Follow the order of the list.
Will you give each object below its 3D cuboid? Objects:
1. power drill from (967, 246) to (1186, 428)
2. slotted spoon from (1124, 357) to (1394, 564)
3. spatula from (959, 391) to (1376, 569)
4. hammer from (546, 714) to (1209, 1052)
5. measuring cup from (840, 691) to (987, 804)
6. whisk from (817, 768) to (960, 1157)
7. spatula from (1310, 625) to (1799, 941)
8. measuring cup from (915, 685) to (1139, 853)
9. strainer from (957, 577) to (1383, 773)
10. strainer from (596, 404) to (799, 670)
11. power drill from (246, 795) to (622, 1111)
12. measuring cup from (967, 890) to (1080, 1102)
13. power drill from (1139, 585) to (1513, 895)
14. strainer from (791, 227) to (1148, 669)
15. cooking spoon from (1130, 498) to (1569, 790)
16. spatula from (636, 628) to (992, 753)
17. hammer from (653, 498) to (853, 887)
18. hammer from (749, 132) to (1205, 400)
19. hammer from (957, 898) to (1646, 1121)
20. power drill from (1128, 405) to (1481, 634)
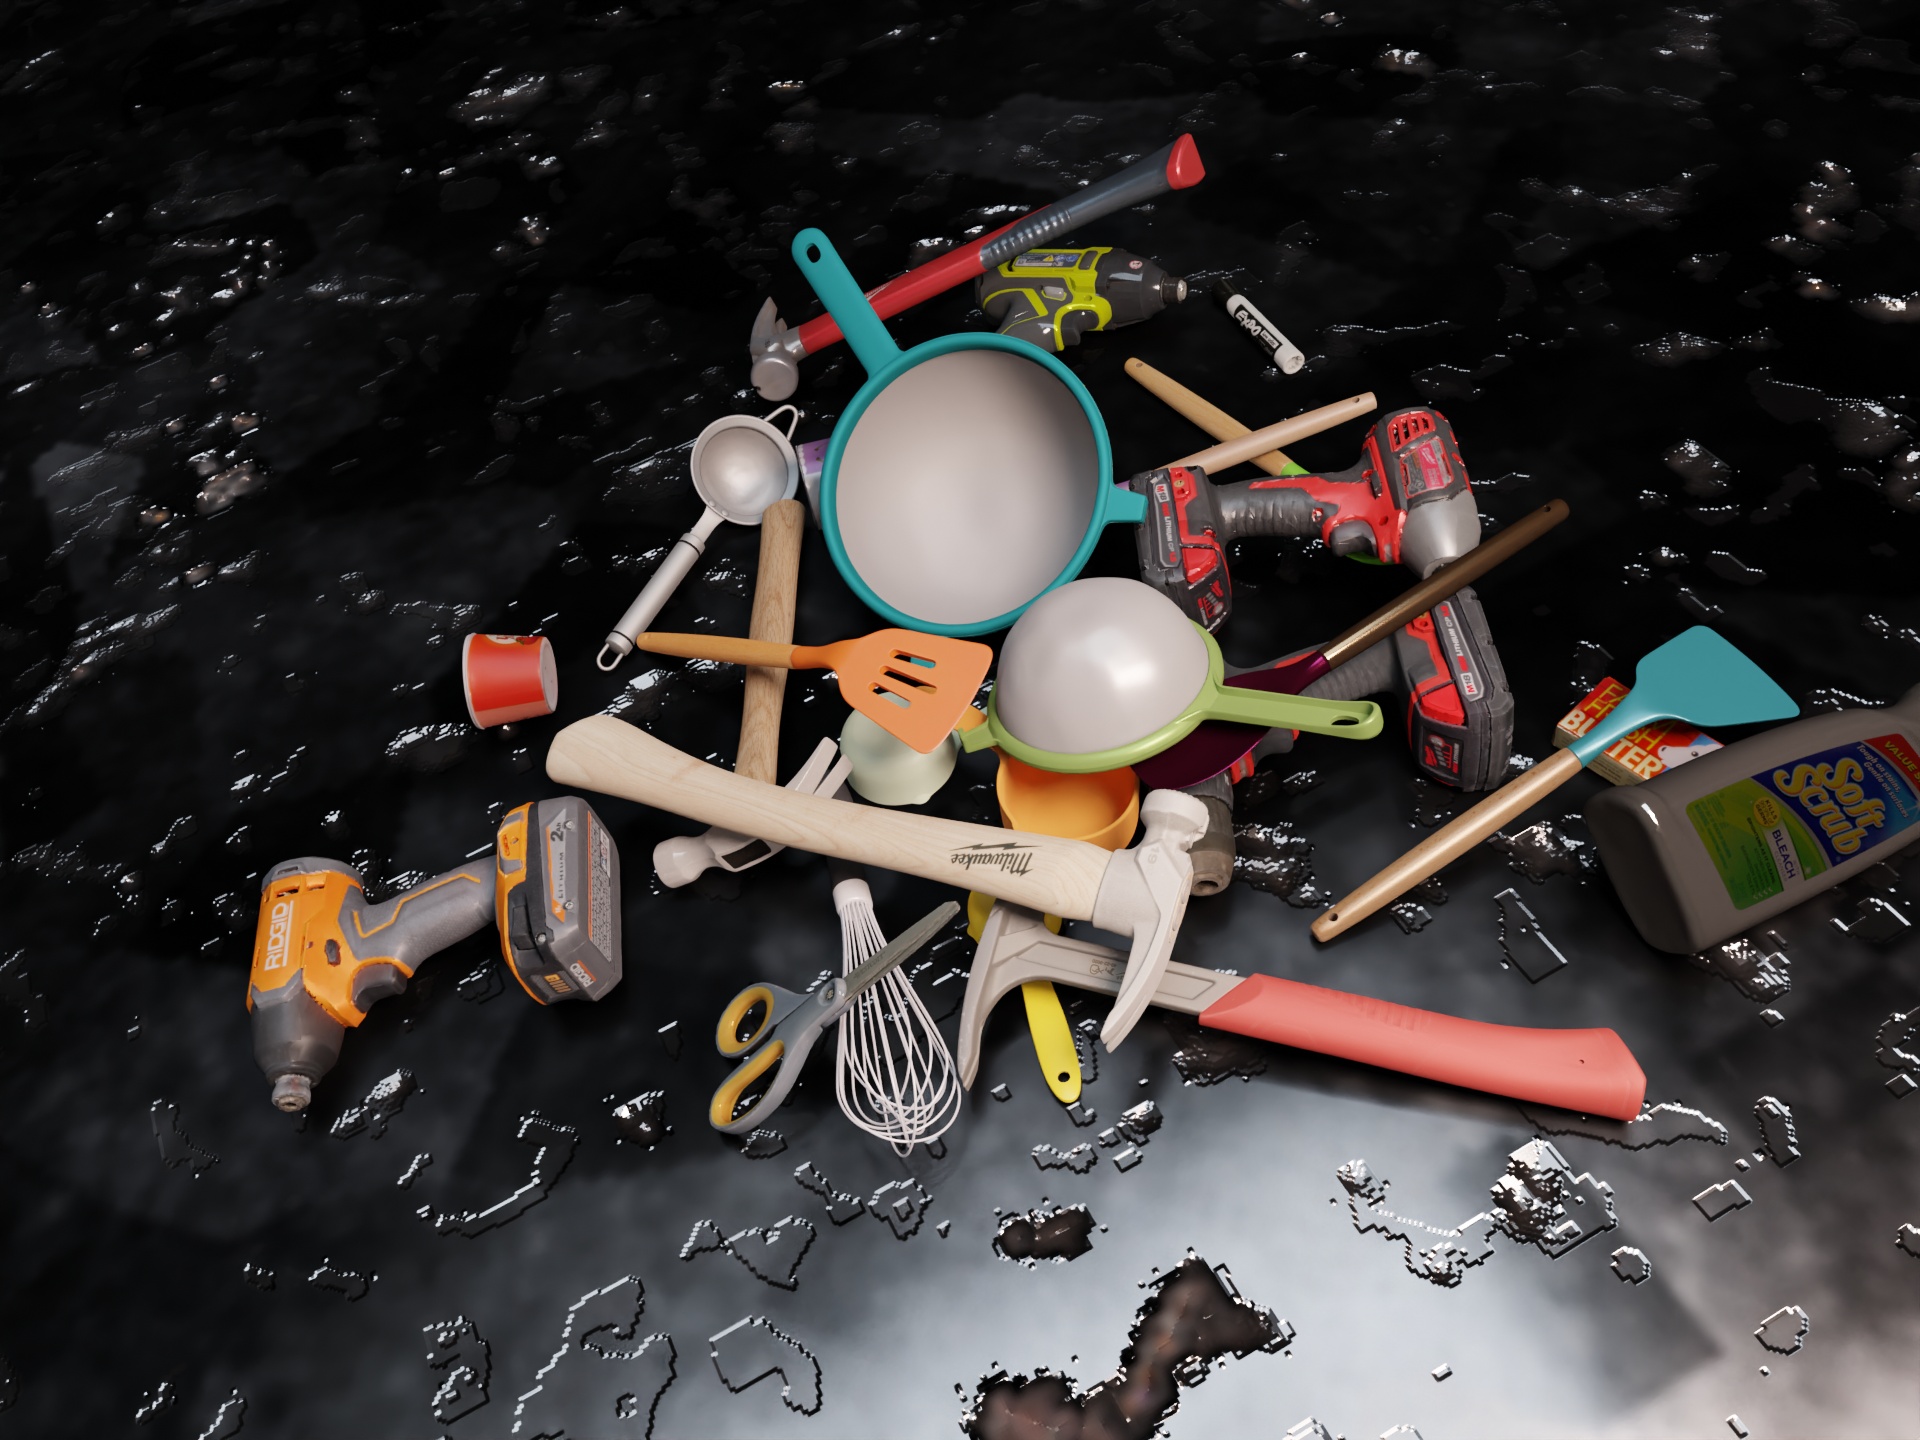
[{"bbox_3d":[0.070,-0.291,1.245,0.171,0.080,0.223,8,51,23],"label":"power drill"},{"bbox_3d":[0.226,-0.197,1.176,0.070,0.031,0.314,-36,52,-14],"label":"slotted spoon"},{"bbox_3d":[0.151,-0.176,1.159,0.316,0.018,0.060,-20,55,5],"label":"spatula"},{"bbox_3d":[-0.071,0.072,0.935,0.411,0.038,0.146,12,66,21],"label":"hammer"},{"bbox_3d":[-0.002,-0.003,1.056,0.167,0.038,0.083,-24,51,-6],"label":"measuring cup"},{"bbox_3d":[-0.059,0.133,0.953,0.070,0.070,0.285,-16,45,-2],"label":"whisk"},{"bbox_3d":[0.343,0.043,0.942,0.317,0.044,0.082,-33,55,-1],"label":"spatula"},{"bbox_3d":[0.037,0.033,1.010,0.174,0.052,0.095,32,62,30],"label":"measuring cup"},{"bbox_3d":[0.122,-0.034,0.938,0.256,0.069,0.151,10,47,37],"label":"strainer"},{"bbox_3d":[-0.201,-0.139,1.203,0.086,0.050,0.258,38,65,-15],"label":"strainer"},{"bbox_3d":[-0.328,0.144,0.979,0.226,0.084,0.164,-15,51,4],"label":"power drill"},{"bbox_3d":[0.043,0.149,0.931,0.062,0.029,0.157,-16,49,-2],"label":"measuring cup"},{"bbox_3d":[0.218,0.012,0.981,0.226,0.080,0.188,-9,51,7],"label":"power drill"},{"bbox_3d":[-0.018,-0.209,1.137,0.211,0.095,0.341,-35,72,13],"label":"strainer"},{"bbox_3d":[0.240,-0.049,0.962,0.319,0.017,0.069,-32,38,-8],"label":"cooking spoon"},{"bbox_3d":[-0.116,-0.037,1.047,0.323,0.041,0.081,8,59,46],"label":"spatula"},{"bbox_3d":[-0.132,-0.038,1.099,0.130,0.031,0.332,-20,44,21],"label":"hammer"},{"bbox_3d":[0.007,-0.374,1.276,0.386,0.038,0.143,-22,35,12],"label":"hammer"},{"bbox_3d":[0.181,0.170,0.871,0.359,0.036,0.149,11,64,14],"label":"hammer"},{"bbox_3d":[0.231,-0.124,1.061,0.219,0.078,0.143,-12,53,12],"label":"power drill"}]
